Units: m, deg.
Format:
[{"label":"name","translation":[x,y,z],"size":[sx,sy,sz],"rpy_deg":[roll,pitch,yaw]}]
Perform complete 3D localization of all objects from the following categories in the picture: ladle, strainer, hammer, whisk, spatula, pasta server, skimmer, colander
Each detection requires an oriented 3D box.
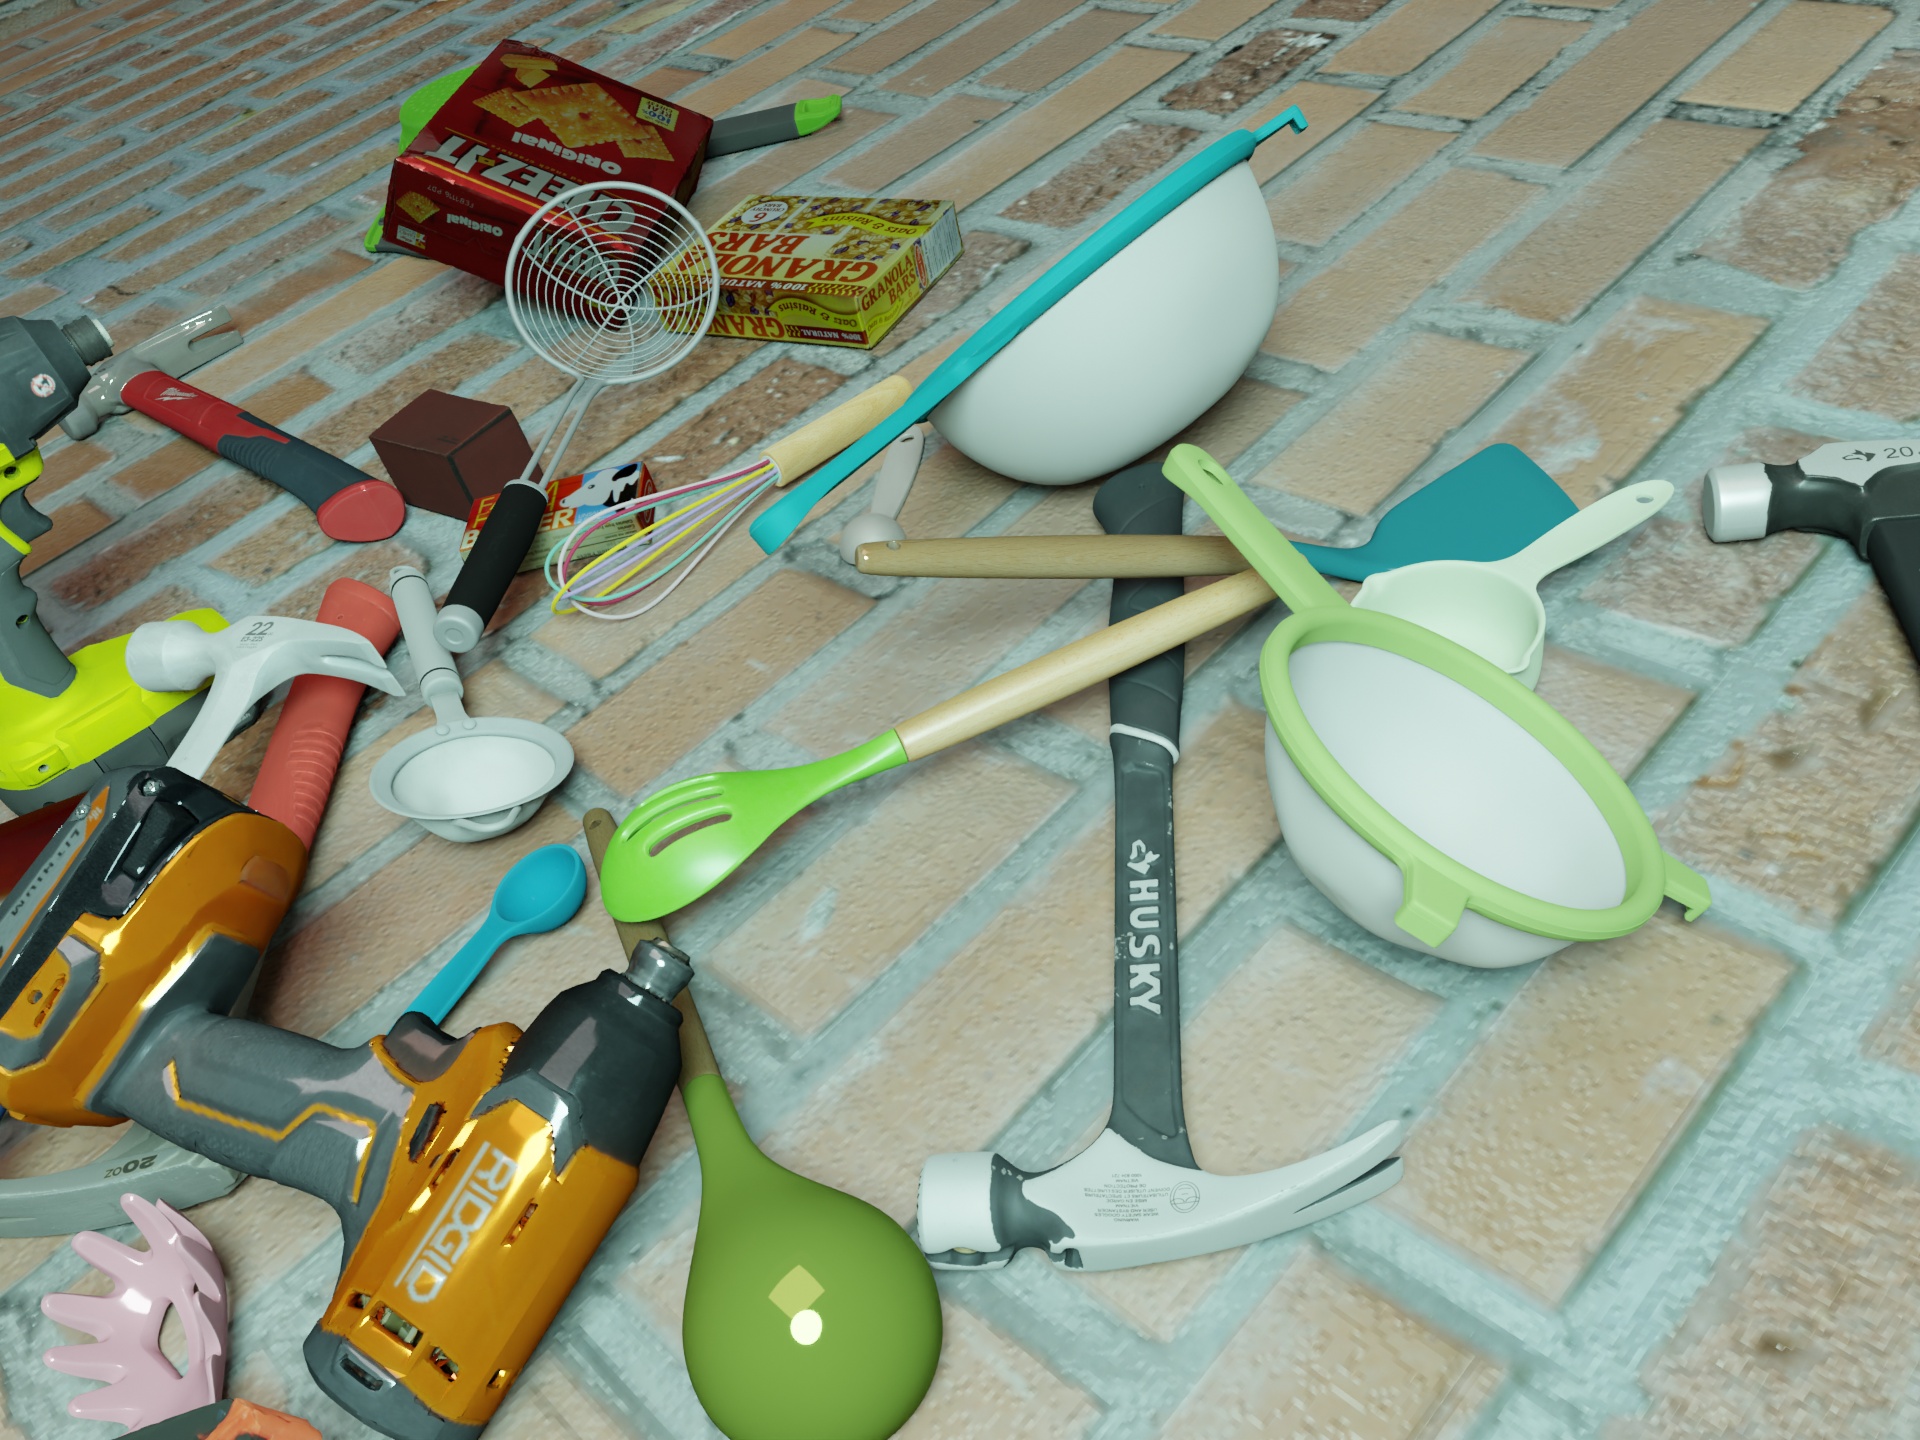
[{"label":"ladle","translation":[-0.093,0.124,0.573],"size":[0.078,0.062,0.320],"rpy_deg":[-33,36,-5]},{"label":"strainer","translation":[0.043,-0.144,0.737],"size":[0.340,0.095,0.211],"rpy_deg":[-45,9,-35]},{"label":"hammer","translation":[0.362,0.008,0.543],"size":[0.146,0.035,0.335],"rpy_deg":[-4,43,16]},{"label":"strainer","translation":[-0.241,-0.009,0.750],"size":[0.087,0.050,0.259],"rpy_deg":[-12,39,-21]},{"label":"whisk","translation":[-0.119,-0.123,0.849],"size":[0.051,0.047,0.245],"rpy_deg":[35,57,30]},{"label":"hammer","translation":[-0.354,0.105,0.617],"size":[0.144,0.035,0.406],"rpy_deg":[-2,47,17]},{"label":"strainer","translation":[0.132,-0.002,0.572],"size":[0.151,0.069,0.257],"rpy_deg":[1,42,-36]},{"label":"spatula","translation":[0.111,-0.080,0.677],"size":[0.317,0.044,0.082],"rpy_deg":[-3,42,-16]},{"label":"pasta server","translation":[-0.218,0.266,0.450],"size":[0.060,0.040,0.317],"rpy_deg":[-40,44,1]},{"label":"hammer","translation":[0.077,0.022,0.624],"size":[0.149,0.036,0.409],"rpy_deg":[-5,42,11]},{"label":"skimmer","translation":[-0.220,-0.179,0.864],"size":[0.127,0.090,0.364],"rpy_deg":[11,40,-4]},{"label":"hammer","translation":[-0.318,0.058,0.715],"size":[0.149,0.036,0.359],"rpy_deg":[-14,41,6]},{"label":"colander","translation":[-0.294,-0.471,1.247],"size":[0.397,0.094,0.205],"rpy_deg":[-10,41,8]},{"label":"hammer","translation":[-0.460,-0.195,1.042],"size":[0.387,0.038,0.143],"rpy_deg":[25,54,38]}]

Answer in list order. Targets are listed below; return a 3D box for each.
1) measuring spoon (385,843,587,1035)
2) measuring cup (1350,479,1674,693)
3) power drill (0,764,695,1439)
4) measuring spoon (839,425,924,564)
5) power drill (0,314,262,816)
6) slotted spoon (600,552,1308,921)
[{"label":"measuring spoon","translation":[-0.195,0.105,0.642],"size":[0.042,0.021,0.129],"rpy_deg":[15,59,43]},{"label":"measuring cup","translation":[0.230,-0.048,0.649],"size":[0.167,0.038,0.083],"rpy_deg":[-30,43,-18]},{"label":"power drill","translation":[-0.204,0.105,0.527],"size":[0.226,0.084,0.164],"rpy_deg":[28,76,16]},{"label":"measuring spoon","translation":[-0.039,-0.125,0.837],"size":[0.034,0.018,0.124],"rpy_deg":[-3,42,16]},{"label":"power drill","translation":[-0.439,-0.071,0.755],"size":[0.171,0.223,0.080],"rpy_deg":[-37,45,-21]},{"label":"slotted spoon","translation":[-0.001,-0.002,0.634],"size":[0.314,0.031,0.070],"rpy_deg":[-24,34,-7]}]
